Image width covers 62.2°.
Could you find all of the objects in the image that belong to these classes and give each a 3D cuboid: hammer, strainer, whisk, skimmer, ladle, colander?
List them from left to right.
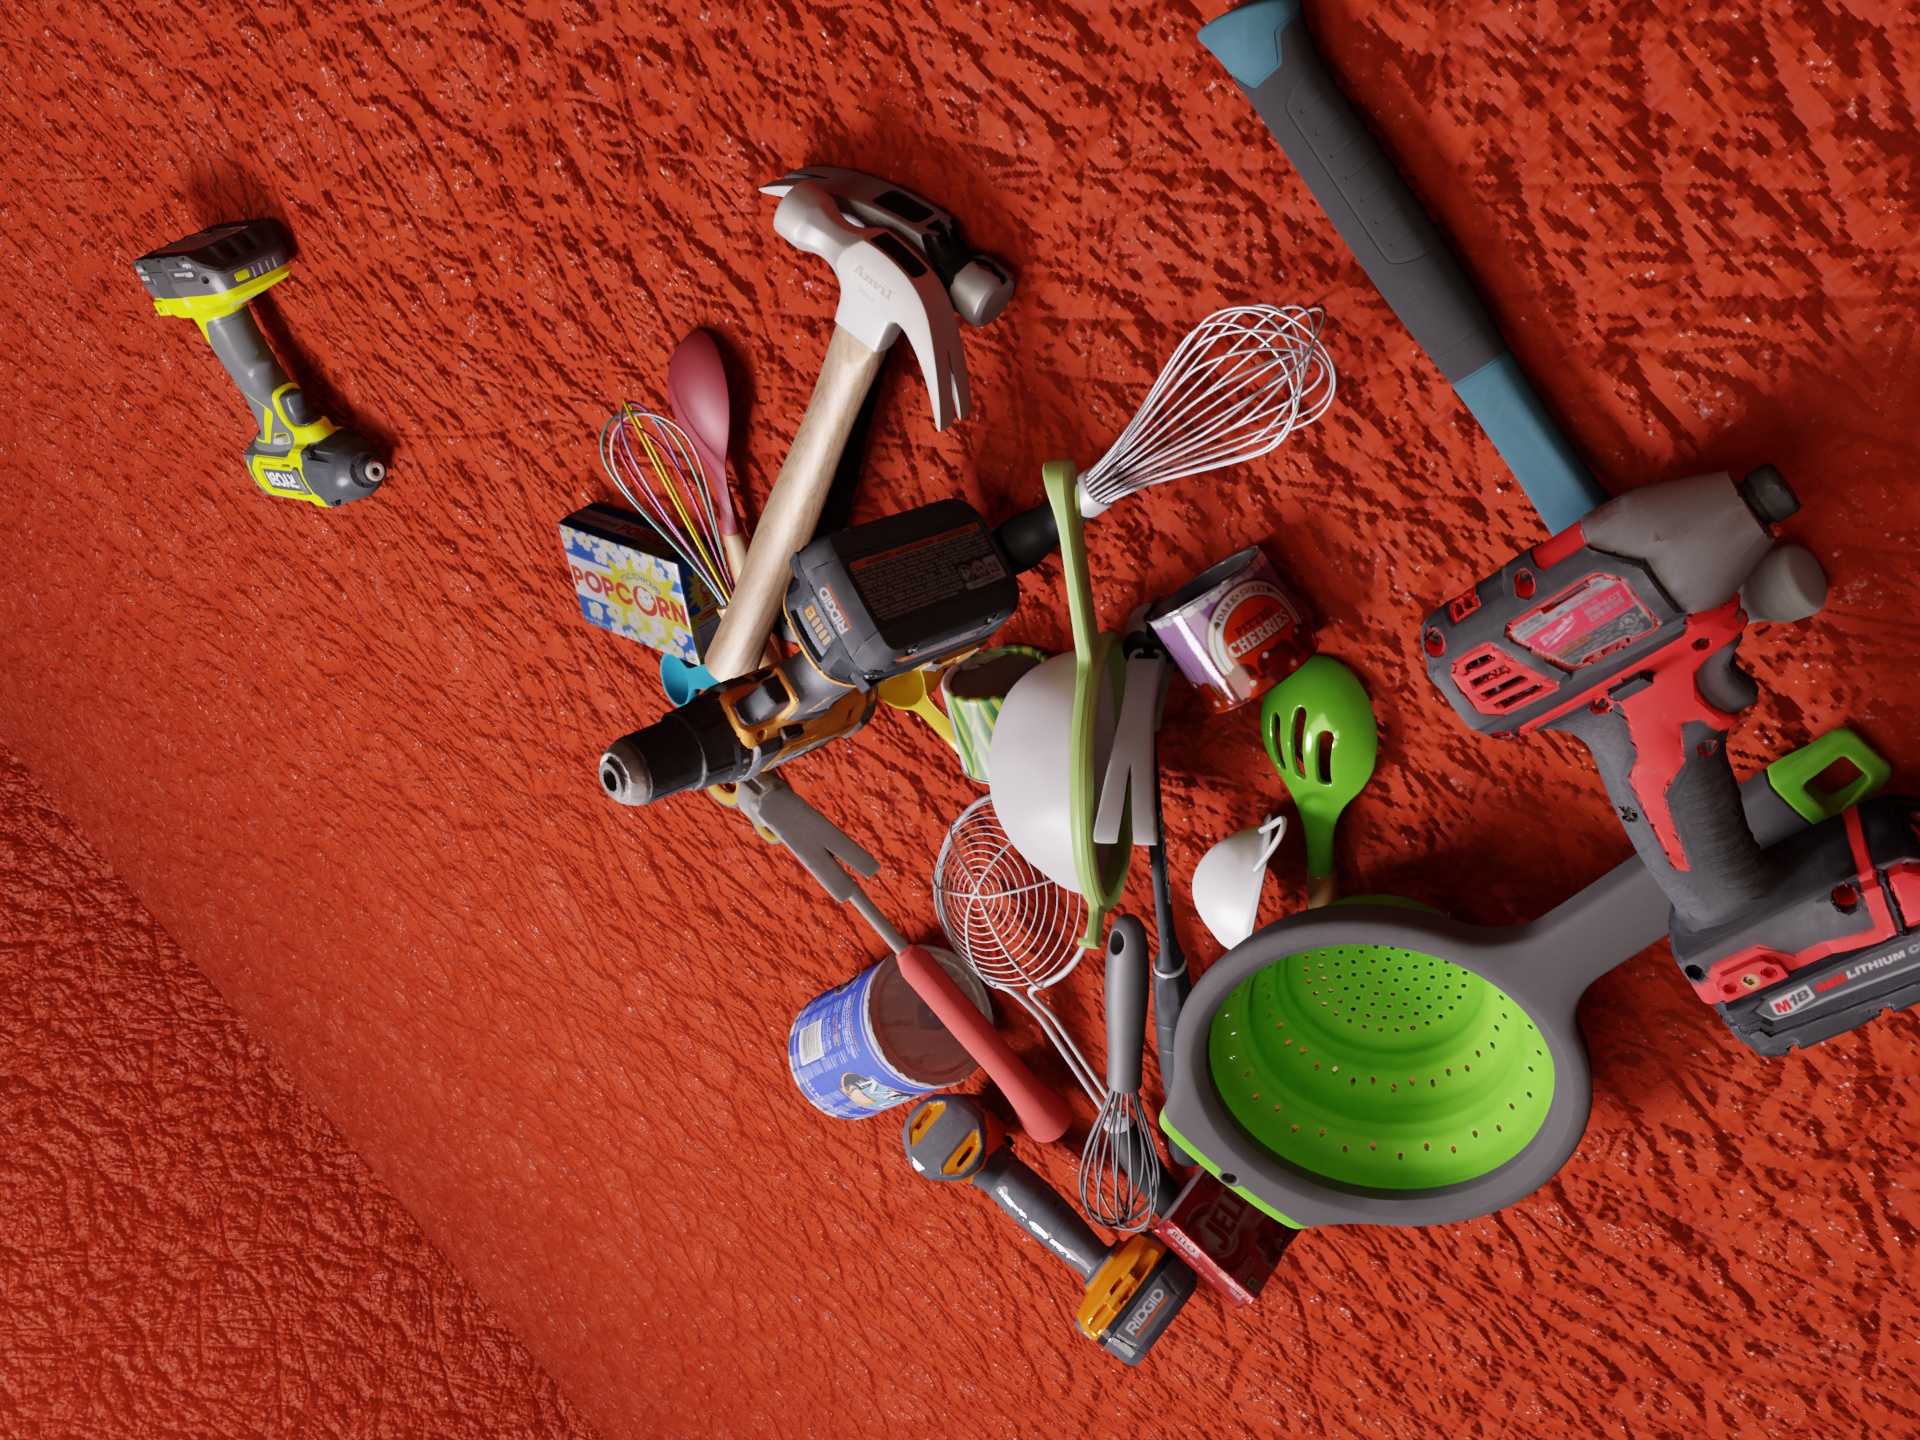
[{"bbox_3d":[-0.157,-0.093,1.013,0.047,0.051,0.244,6,128,53],"label":"whisk"},{"bbox_3d":[-0.144,-0.105,1.054,0.069,0.031,0.315,38,148,47],"label":"ladle"},{"bbox_3d":[-0.088,-0.129,0.899,0.130,0.031,0.331,40,136,9],"label":"hammer"},{"bbox_3d":[-0.074,-0.164,0.931,0.146,0.035,0.334,39,141,14],"label":"hammer"},{"bbox_3d":[-0.013,0.174,1.029,0.149,0.037,0.358,34,163,52],"label":"hammer"},{"bbox_3d":[0.044,-0.017,0.829,0.069,0.152,0.256,-1,124,16],"label":"strainer"},{"bbox_3d":[0.093,0.210,1.079,0.127,0.090,0.363,-7,126,39],"label":"skimmer"},{"bbox_3d":[0.103,0.229,1.016,0.055,0.055,0.238,16,117,36],"label":"whisk"},{"bbox_3d":[0.084,-0.127,0.792,0.070,0.070,0.284,54,147,-5],"label":"whisk"},{"bbox_3d":[0.122,0.135,0.928,0.036,0.149,0.408,2,133,15],"label":"hammer"},{"bbox_3d":[0.161,0.137,0.922,0.050,0.087,0.258,6,139,15],"label":"strainer"},{"bbox_3d":[0.208,-0.158,0.656,0.331,0.033,0.128,54,141,-5],"label":"hammer"},{"bbox_3d":[0.267,0.111,0.788,0.204,0.094,0.397,39,125,-8],"label":"colander"}]

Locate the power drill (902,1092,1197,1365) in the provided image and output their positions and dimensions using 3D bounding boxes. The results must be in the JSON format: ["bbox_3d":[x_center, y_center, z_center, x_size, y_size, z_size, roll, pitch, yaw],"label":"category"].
[{"bbox_3d":[0.064,0.360,1.170,0.226,0.084,0.164,38,175,15],"label":"power drill"}]

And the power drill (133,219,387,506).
[{"bbox_3d":[-0.551,-0.279,1.279,0.171,0.080,0.223,11,132,40],"label":"power drill"}]

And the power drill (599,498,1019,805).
[{"bbox_3d":[-0.093,-0.026,0.897,0.226,0.185,0.084,-37,80,49],"label":"power drill"}]

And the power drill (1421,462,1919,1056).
[{"bbox_3d":[0.299,0.010,0.617,0.143,0.078,0.219,-36,98,31],"label":"power drill"}]

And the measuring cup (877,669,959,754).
[{"bbox_3d":[-0.002,-0.003,0.999,0.156,0.029,0.062,45,142,3],"label":"measuring cup"}]

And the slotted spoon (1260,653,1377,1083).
[{"bbox_3d":[0.204,0.103,0.883,0.070,0.031,0.313,21,136,41],"label":"slotted spoon"}]

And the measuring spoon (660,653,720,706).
[{"bbox_3d":[-0.176,-0.033,1.142,0.129,0.021,0.042,-1,103,51],"label":"measuring spoon"}]
